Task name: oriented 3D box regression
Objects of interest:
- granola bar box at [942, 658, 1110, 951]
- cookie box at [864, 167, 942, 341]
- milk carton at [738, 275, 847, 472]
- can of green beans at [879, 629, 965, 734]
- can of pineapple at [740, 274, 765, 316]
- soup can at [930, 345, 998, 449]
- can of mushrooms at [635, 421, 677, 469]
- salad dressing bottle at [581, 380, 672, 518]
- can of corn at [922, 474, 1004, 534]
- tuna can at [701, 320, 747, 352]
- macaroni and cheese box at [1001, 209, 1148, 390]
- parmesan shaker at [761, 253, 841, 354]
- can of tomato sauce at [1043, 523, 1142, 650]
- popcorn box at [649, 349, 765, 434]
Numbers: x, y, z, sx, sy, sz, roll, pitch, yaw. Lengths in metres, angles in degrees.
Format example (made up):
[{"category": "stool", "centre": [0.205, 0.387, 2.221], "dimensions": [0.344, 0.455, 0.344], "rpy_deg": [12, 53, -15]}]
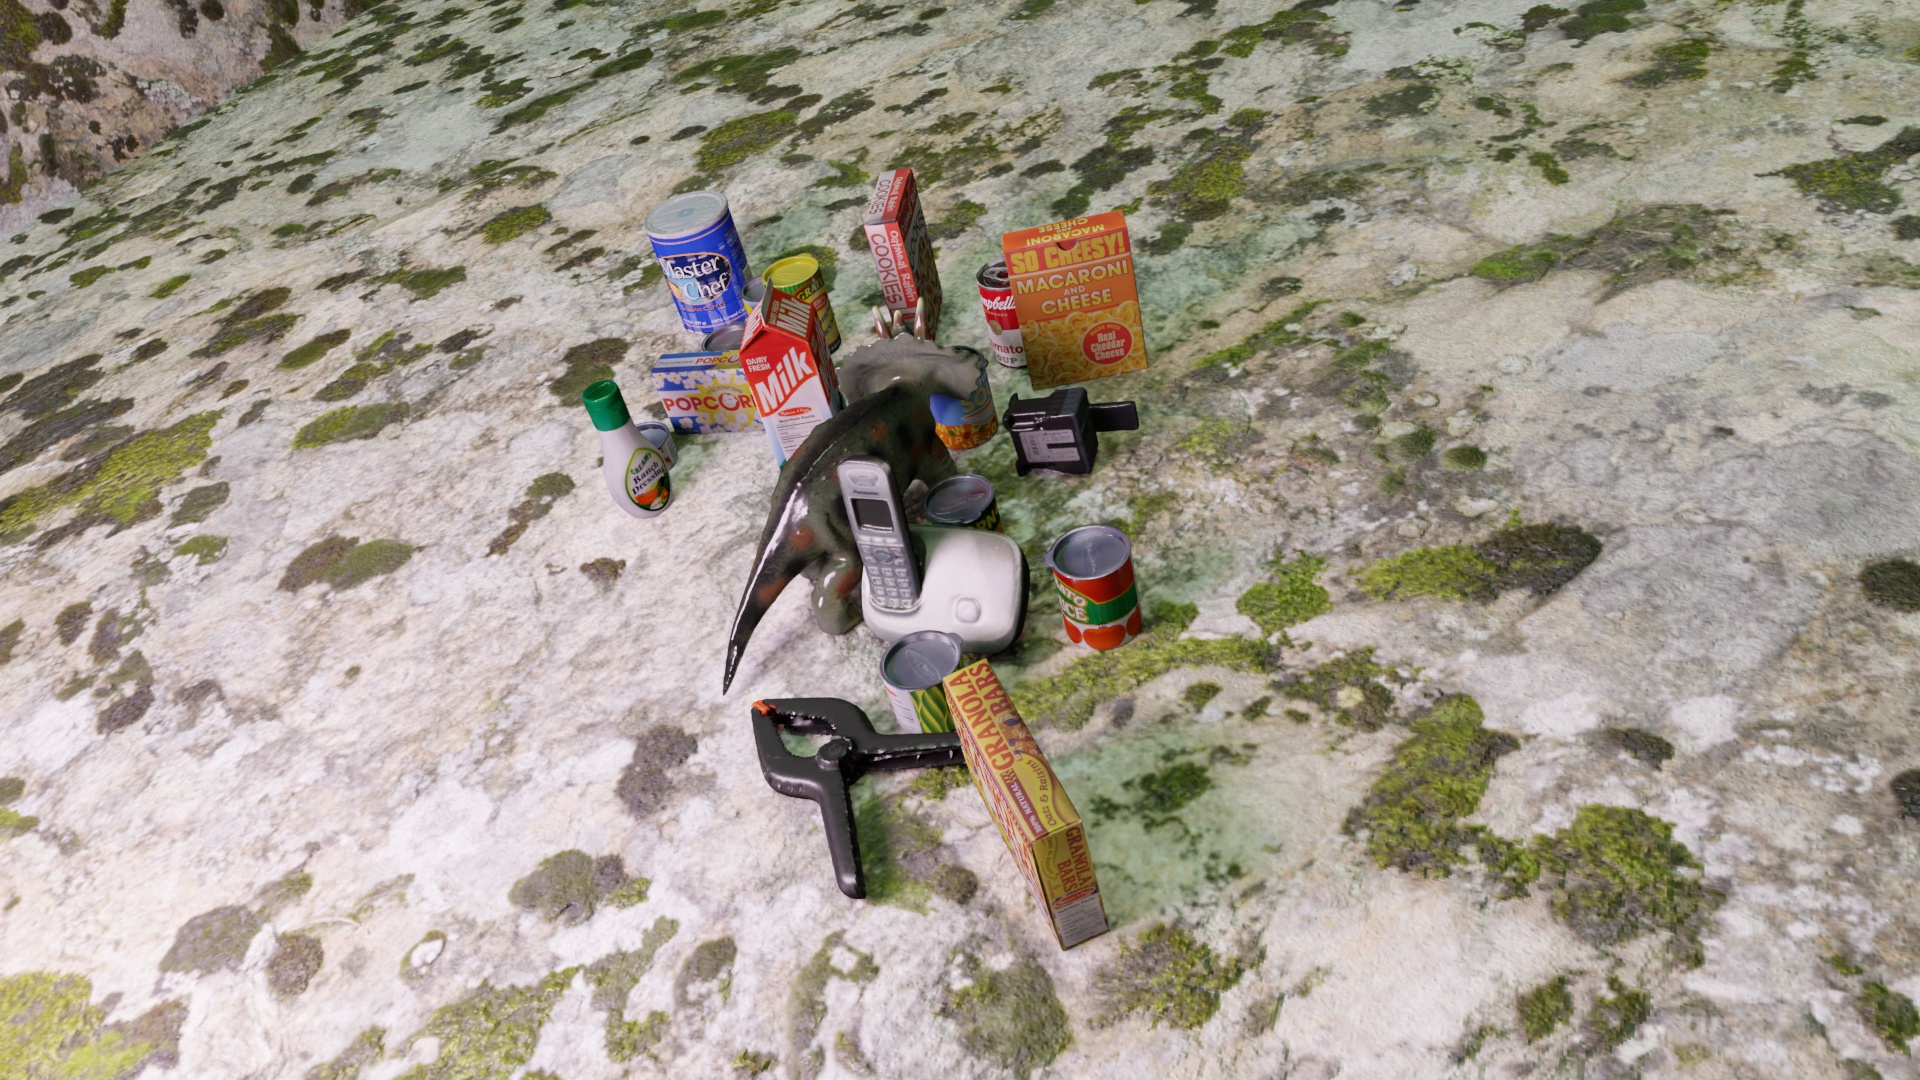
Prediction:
[{"category": "granola bar box", "centre": [0.043, 0.181, 0.960], "dimensions": [0.039, 0.123, 0.166], "rpy_deg": [-23, 40, -8]}, {"category": "cookie box", "centre": [-0.059, -0.309, 1.539], "dimensions": [0.040, 0.166, 0.123], "rpy_deg": [-6, 40, 12]}, {"category": "milk carton", "centre": [-0.168, -0.165, 1.386], "dimensions": [0.073, 0.189, 0.073], "rpy_deg": [-9, 40, 8]}, {"category": "can of green beans", "centre": [-0.026, 0.115, 1.113], "dimensions": [0.071, 0.057, 0.071], "rpy_deg": [-9, 40, 8]}, {"category": "can of pineapple", "centre": [-0.219, -0.275, 1.637], "dimensions": [0.071, 0.057, 0.071], "rpy_deg": [-9, 40, 8]}, {"category": "soup can", "centre": [0.001, -0.142, 1.388], "dimensions": [0.071, 0.083, 0.072], "rpy_deg": [-9, 40, 8]}, {"category": "can of mushrooms", "centre": [-0.339, -0.094, 1.481], "dimensions": [0.071, 0.033, 0.071], "rpy_deg": [-9, 40, 8]}, {"category": "salad dressing bottle", "centre": [-0.334, -0.090, 1.384], "dimensions": [0.044, 0.147, 0.064], "rpy_deg": [19, 50, 35]}, {"category": "can of corn", "centre": [0.004, -0.016, 1.257], "dimensions": [0.071, 0.058, 0.071], "rpy_deg": [-9, 40, 8]}, {"category": "tuna can", "centre": [-0.263, -0.222, 1.608], "dimensions": [0.071, 0.032, 0.071], "rpy_deg": [-9, 40, 8]}, {"category": "macaroni and cheese box", "centre": [0.117, -0.239, 1.400], "dimensions": [0.124, 0.165, 0.040], "rpy_deg": [-11, 39, 6]}, {"category": "parmesan shaker", "centre": [-0.177, -0.263, 1.573], "dimensions": [0.071, 0.102, 0.072], "rpy_deg": [-9, 40, 8]}, {"category": "can of tomato sauce", "centre": [0.110, 0.040, 1.138], "dimensions": [0.071, 0.082, 0.071], "rpy_deg": [-9, 40, 8]}, {"category": "popcorn box", "centre": [-0.259, -0.159, 1.491], "dimensions": [0.127, 0.084, 0.038], "rpy_deg": [-1, 41, 17]}]
